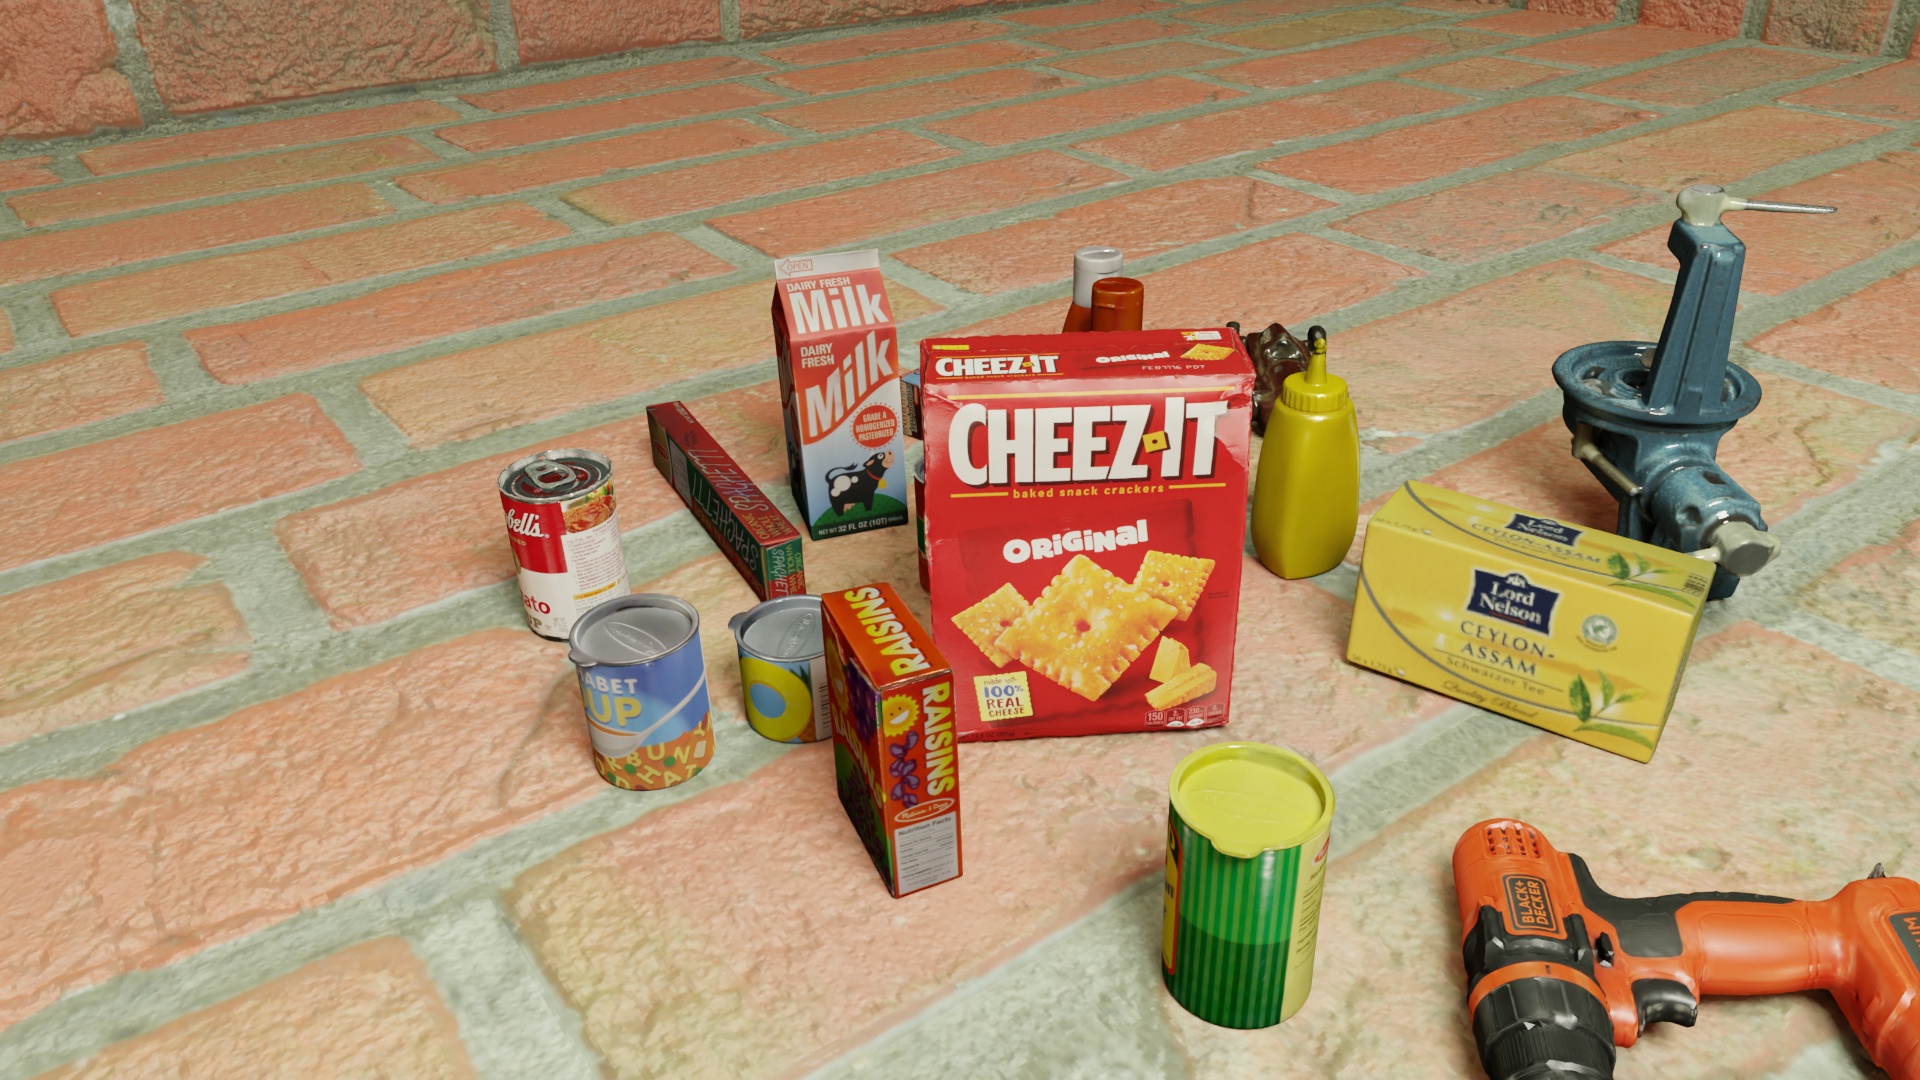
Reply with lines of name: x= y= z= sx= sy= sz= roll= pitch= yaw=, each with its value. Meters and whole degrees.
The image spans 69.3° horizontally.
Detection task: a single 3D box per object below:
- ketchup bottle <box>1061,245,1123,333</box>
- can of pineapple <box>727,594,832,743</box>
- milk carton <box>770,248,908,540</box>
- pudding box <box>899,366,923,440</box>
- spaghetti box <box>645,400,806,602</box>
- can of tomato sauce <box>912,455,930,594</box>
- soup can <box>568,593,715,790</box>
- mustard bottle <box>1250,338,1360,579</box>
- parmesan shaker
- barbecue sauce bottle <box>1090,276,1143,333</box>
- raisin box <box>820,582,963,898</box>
ketchup bottle: x=0.103 y=-0.148 z=1.060 sx=0.065 sy=0.148 sz=0.044 roll=-12 pitch=31 yaw=-17
can of pineapple: x=-0.091 y=0.071 z=0.775 sx=0.071 sy=0.057 sz=0.071 roll=-1 pitch=29 yaw=1
milk carton: x=-0.083 y=-0.104 z=0.949 sx=0.072 sy=0.189 sz=0.074 roll=-10 pitch=30 yaw=-14
pudding box: x=-0.013 y=-0.119 z=1.115 sx=0.030 sy=0.049 sz=0.084 roll=23 pitch=38 yaw=37
spaghetti box: x=-0.167 y=-0.031 z=0.966 sx=0.029 sy=0.050 sz=0.251 roll=-16 pitch=32 yaw=-24
can of tomato sauce: x=0.003 y=-0.011 z=0.889 sx=0.071 sy=0.082 sz=0.071 roll=-1 pitch=29 yaw=1
soup can: x=-0.169 y=0.081 z=0.734 sx=0.071 sy=0.083 sz=0.072 roll=-1 pitch=29 yaw=1
mustard bottle: x=0.221 y=-0.055 z=0.876 sx=0.065 sy=0.159 sz=0.049 roll=-15 pitch=32 yaw=-22
parmesan shaker: x=0.118 y=0.147 z=0.583 sx=0.071 sy=0.102 sz=0.071 roll=-1 pitch=29 yaw=1
barbecue sauce bottle: x=0.111 y=-0.113 z=0.997 sx=0.065 sy=0.147 sz=0.044 roll=14 pitch=33 yaw=26
raisin box: x=-0.034 y=0.094 z=0.664 sx=0.040 sy=0.122 sz=0.086 roll=-12 pitch=31 yaw=-18
